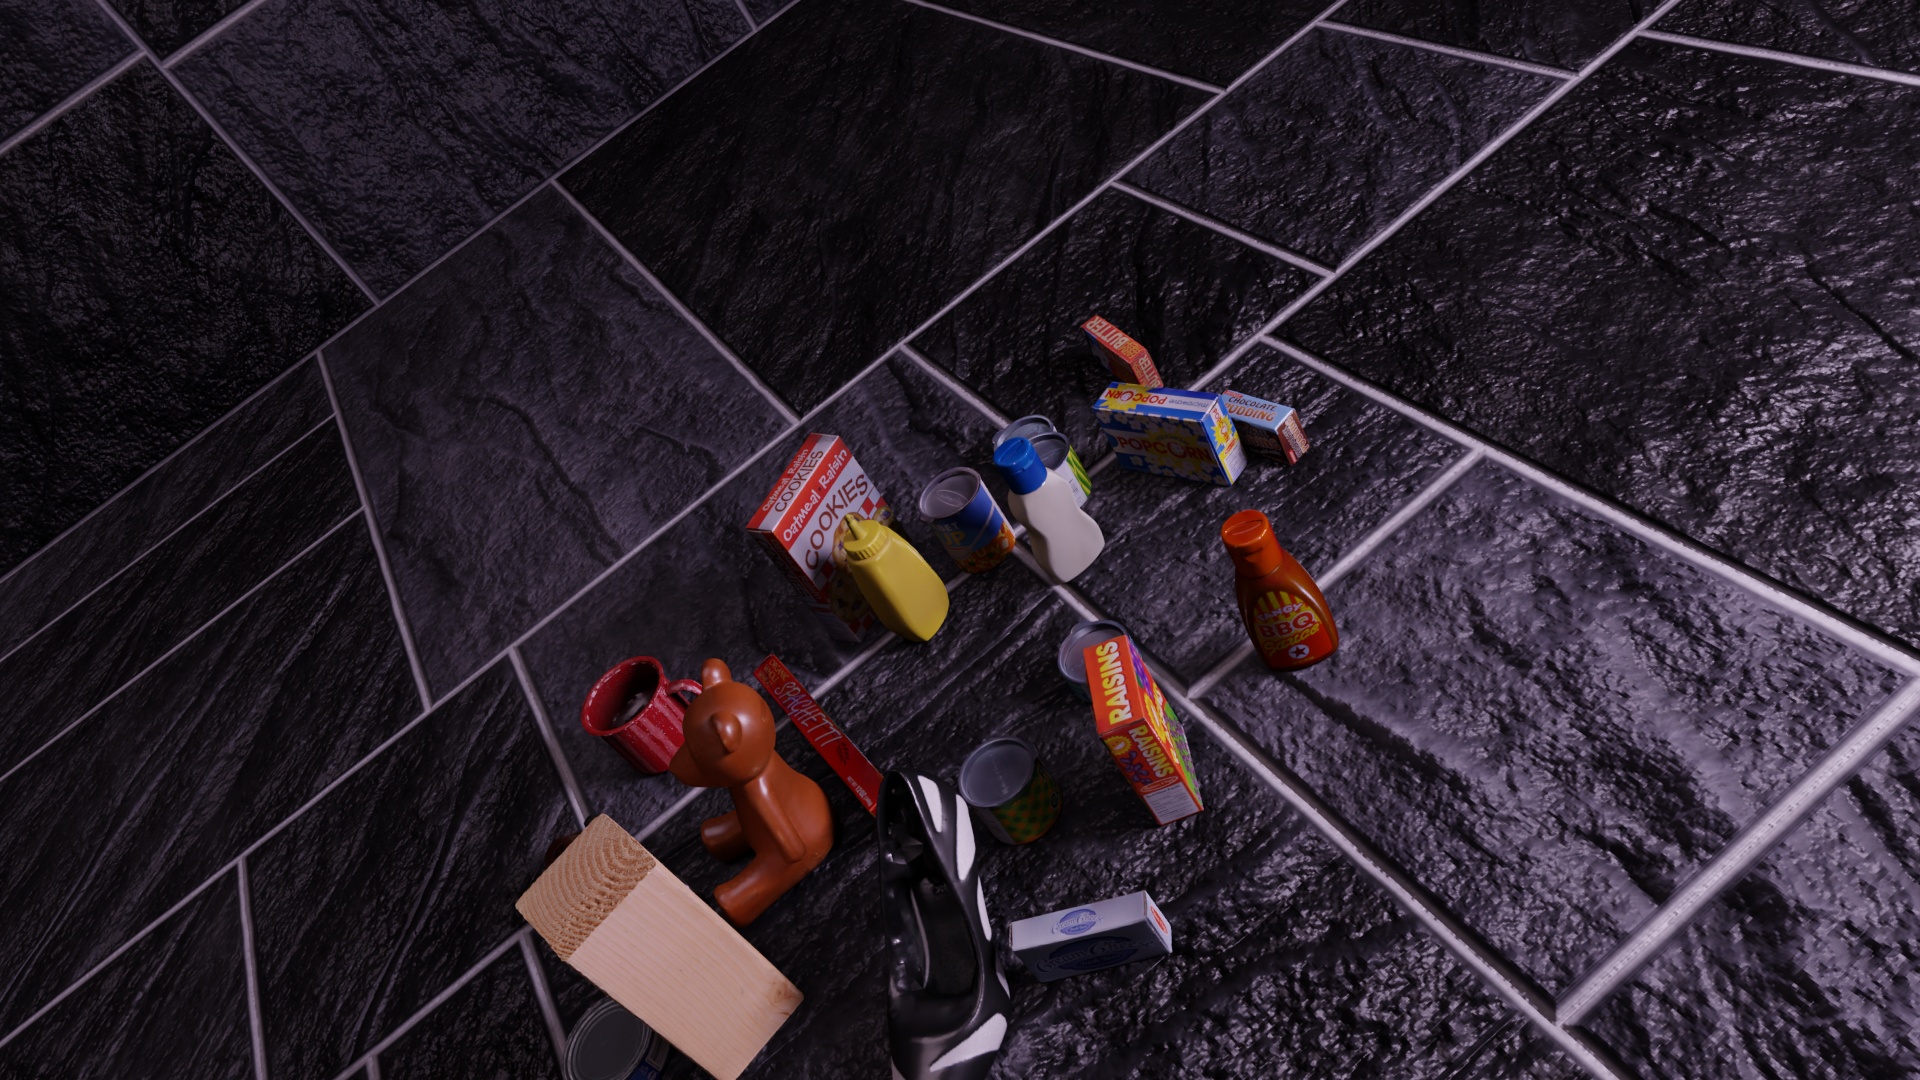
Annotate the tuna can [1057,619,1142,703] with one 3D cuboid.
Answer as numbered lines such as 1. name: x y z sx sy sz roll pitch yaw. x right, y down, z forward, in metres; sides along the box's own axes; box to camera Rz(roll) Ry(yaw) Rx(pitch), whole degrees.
1. tuna can: 0.117 0.101 1.170 0.071 0.032 0.071 -19 40 17

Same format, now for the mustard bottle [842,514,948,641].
1. mustard bottle: -0.067 0.026 1.274 0.049 0.159 0.065 5 52 39

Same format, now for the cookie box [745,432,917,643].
1. cookie box: -0.121 -0.002 1.336 0.040 0.167 0.123 4 52 38

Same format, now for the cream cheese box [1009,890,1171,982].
1. cream cheese box: 0.092 0.280 0.979 0.103 0.053 0.024 -19 41 18

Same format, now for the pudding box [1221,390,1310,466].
1. pudding box: 0.272 -0.104 1.265 0.030 0.049 0.084 -46 40 -15

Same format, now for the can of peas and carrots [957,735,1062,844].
1. can of peas and carrots: 0.042 0.196 1.099 0.071 0.058 0.071 -19 40 17

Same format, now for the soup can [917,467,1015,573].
1. soup can: 0.005 -0.017 1.331 0.071 0.083 0.072 -19 40 17

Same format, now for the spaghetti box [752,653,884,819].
1. spaghetti box: -0.116 0.178 1.235 0.029 0.050 0.250 -41 39 -9

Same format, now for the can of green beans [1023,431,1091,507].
1. can of green beans: 0.086 -0.062 1.344 0.071 0.057 0.071 -19 40 17

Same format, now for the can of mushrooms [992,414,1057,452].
1. can of mushrooms: 0.068 -0.094 1.410 0.071 0.033 0.071 -19 40 17

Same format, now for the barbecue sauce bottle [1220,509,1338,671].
1. barbecue sauce bottle: 0.239 0.038 1.058 0.065 0.148 0.044 -20 40 17

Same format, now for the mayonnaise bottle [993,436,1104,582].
1. mayonnaise bottle: 0.076 -0.030 1.244 0.065 0.147 0.041 -43 39 -12

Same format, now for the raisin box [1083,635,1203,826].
1. raisin box: 0.136 0.142 1.039 0.040 0.123 0.086 -22 40 14

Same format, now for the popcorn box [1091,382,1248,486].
1. popcorn box: 0.194 -0.099 1.286 0.127 0.085 0.038 13 57 43

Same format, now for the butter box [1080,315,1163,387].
1. butter box: 0.166 -0.190 1.428 0.024 0.053 0.104 -37 38 -4
